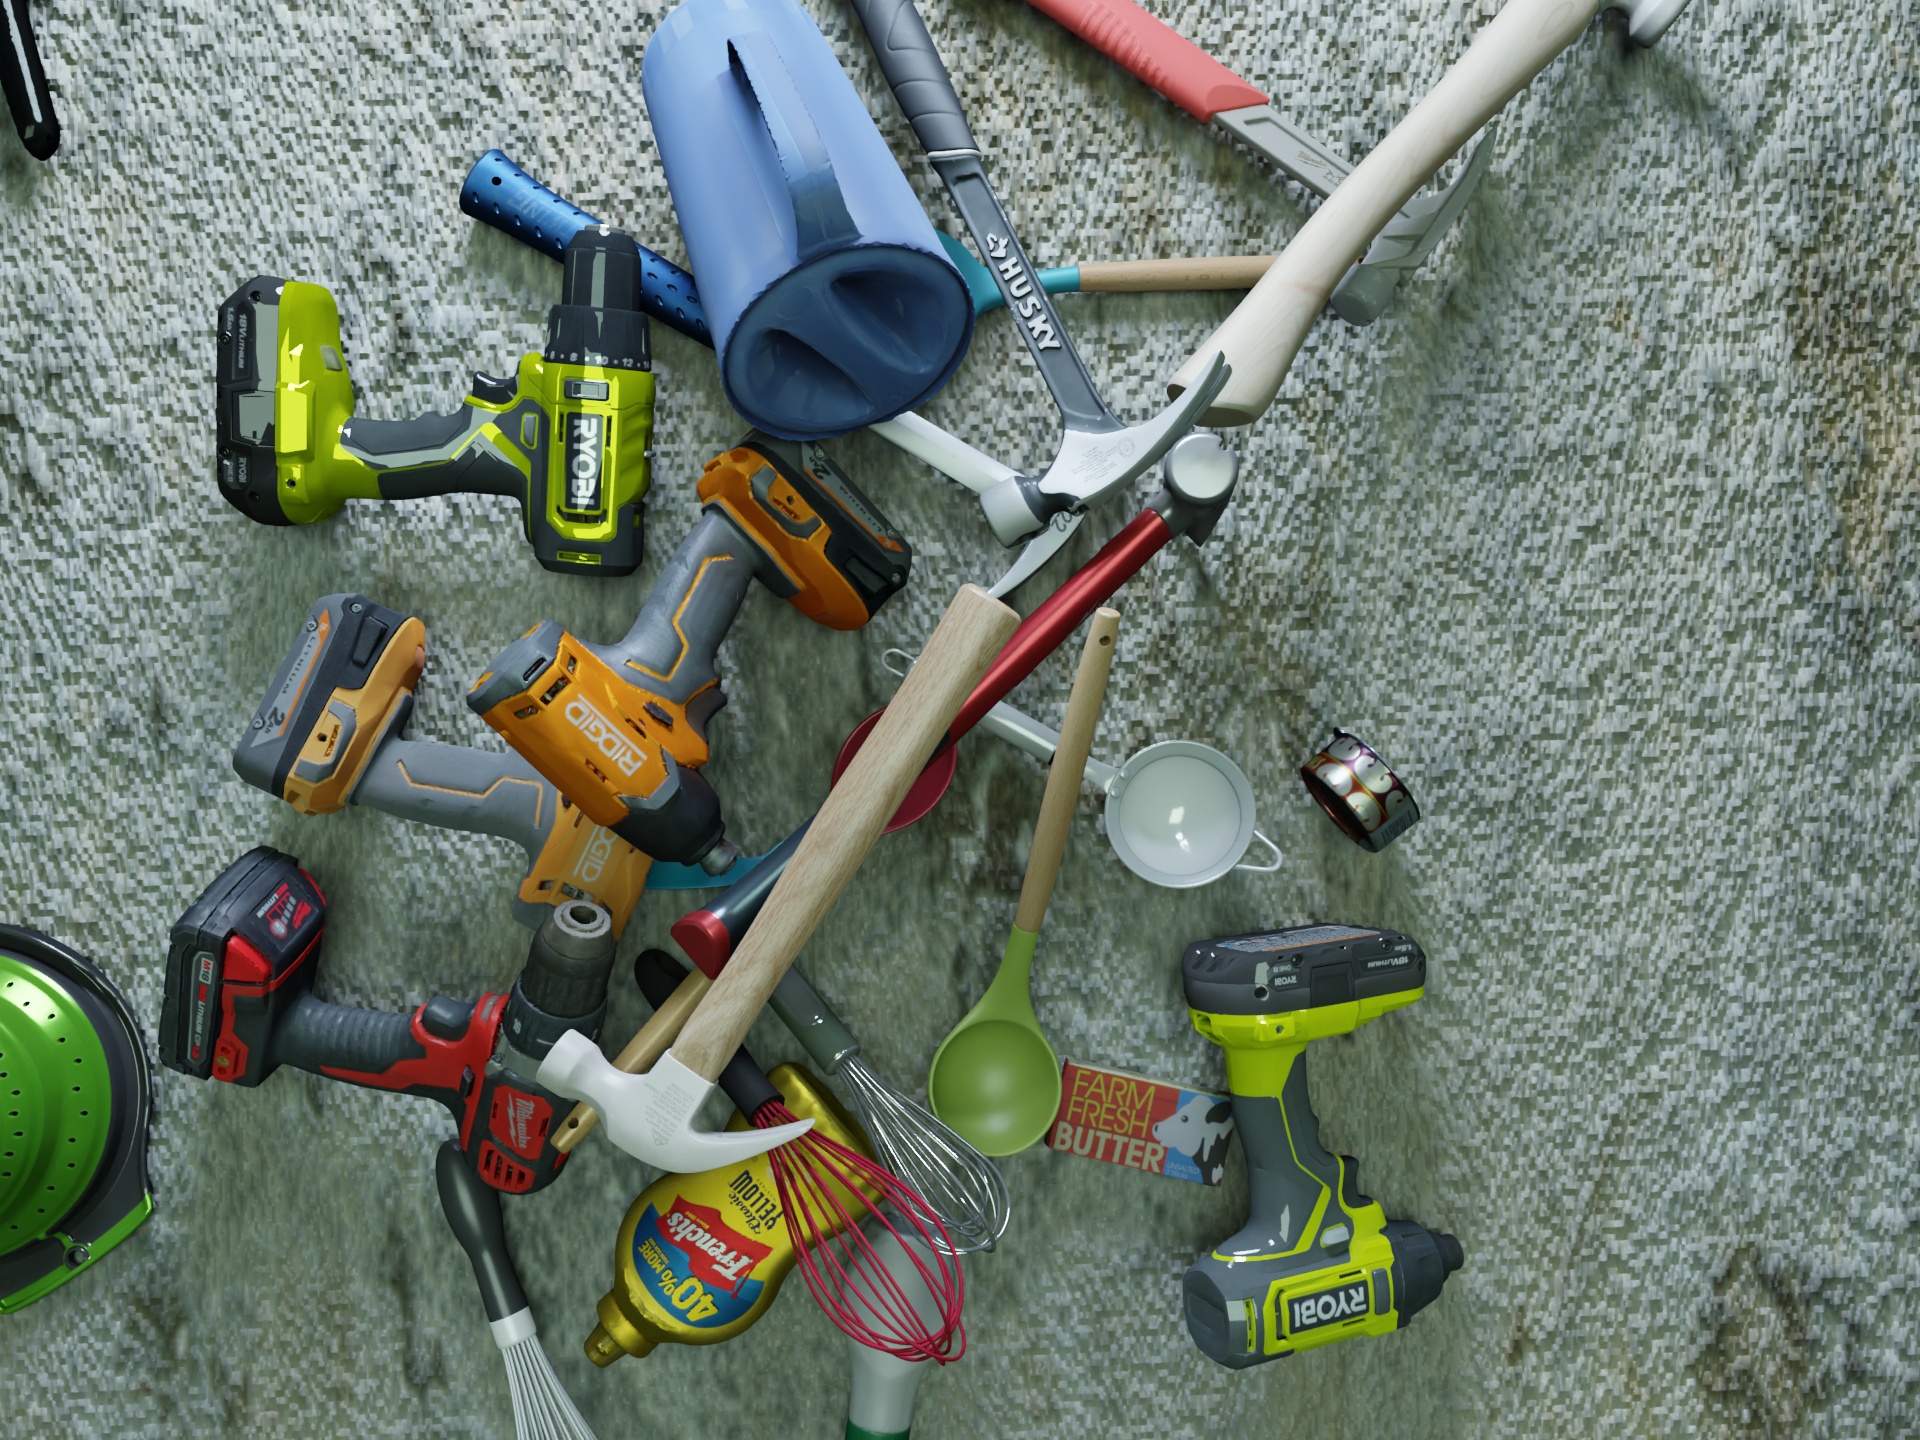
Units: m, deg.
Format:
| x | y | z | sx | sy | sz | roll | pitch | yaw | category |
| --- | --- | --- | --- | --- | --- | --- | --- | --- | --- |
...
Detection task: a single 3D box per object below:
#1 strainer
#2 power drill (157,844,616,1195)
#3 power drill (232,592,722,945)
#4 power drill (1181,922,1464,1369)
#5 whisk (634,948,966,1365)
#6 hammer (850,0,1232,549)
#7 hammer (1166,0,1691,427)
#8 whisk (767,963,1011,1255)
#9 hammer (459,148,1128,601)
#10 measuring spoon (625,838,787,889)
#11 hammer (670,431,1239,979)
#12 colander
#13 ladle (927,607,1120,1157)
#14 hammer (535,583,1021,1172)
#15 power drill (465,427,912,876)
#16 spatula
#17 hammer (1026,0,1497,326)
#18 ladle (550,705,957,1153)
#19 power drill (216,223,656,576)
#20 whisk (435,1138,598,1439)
| x | y | z | sx | sy | sz | roll | pitch | yaw | category |
| --- | --- | --- | --- | --- | --- | --- | --- | --- | --- |
| 0.067 | 0.022 | 0.923 | 0.258 | 0.050 | 0.087 | 29 | 80 | 5 | strainer |
| -0.297 | 0.147 | 0.851 | 0.226 | 0.080 | 0.187 | 21 | 119 | -2 | power drill |
| -0.258 | 0.007 | 0.892 | 0.226 | 0.084 | 0.185 | 25 | 79 | -5 | power drill |
| 0.204 | 0.232 | 0.891 | 0.171 | 0.080 | 0.223 | -4 | 90 | -24 | power drill |
| -0.092 | 0.219 | 0.839 | 0.073 | 0.073 | 0.296 | -45 | 56 | -3 | whisk |
| 0.009 | -0.302 | 0.887 | 0.149 | 0.036 | 0.409 | -28 | 73 | 14 | hammer |
| 0.248 | -0.326 | 0.905 | 0.146 | 0.038 | 0.411 | 41 | 76 | 4 | hammer |
| -0.060 | 0.193 | 0.877 | 0.058 | 0.059 | 0.246 | -34 | 67 | -24 | whisk |
| -0.109 | -0.208 | 0.929 | 0.405 | 0.035 | 0.144 | 30 | 86 | 0 | hammer |
| -0.135 | 0.091 | 0.925 | 0.128 | 0.021 | 0.042 | -1 | 67 | 7 | measuring spoon |
| -0.001 | -0.003 | 0.871 | 0.386 | 0.143 | 0.038 | -43 | 83 | -3 | hammer |
| -0.609 | 0.148 | 0.863 | 0.204 | 0.094 | 0.397 | -35 | 89 | -3 | colander |
| 0.044 | 0.094 | 0.854 | 0.078 | 0.062 | 0.320 | 8 | 113 | -13 | ladle |
| -0.070 | 0.079 | 0.797 | 0.130 | 0.031 | 0.331 | 33 | 90 | 4 | hammer |
| -0.130 | -0.035 | 0.862 | 0.164 | 0.084 | 0.226 | 47 | 68 | -17 | power drill |
| 0.096 | -0.265 | 0.935 | 0.317 | 0.044 | 0.082 | -3 | 75 | -4 | spatula |
| 0.138 | -0.389 | 0.941 | 0.359 | 0.036 | 0.149 | 36 | 76 | 2 | hammer |
| -0.112 | 0.112 | 0.880 | 0.069 | 0.031 | 0.315 | 34 | 69 | 22 | ladle |
| -0.284 | -0.184 | 0.888 | 0.228 | 0.080 | 0.190 | 4 | 101 | -3 | power drill |
| -0.239 | 0.370 | 0.890 | 0.070 | 0.070 | 0.285 | -21 | 83 | -3 | whisk |
